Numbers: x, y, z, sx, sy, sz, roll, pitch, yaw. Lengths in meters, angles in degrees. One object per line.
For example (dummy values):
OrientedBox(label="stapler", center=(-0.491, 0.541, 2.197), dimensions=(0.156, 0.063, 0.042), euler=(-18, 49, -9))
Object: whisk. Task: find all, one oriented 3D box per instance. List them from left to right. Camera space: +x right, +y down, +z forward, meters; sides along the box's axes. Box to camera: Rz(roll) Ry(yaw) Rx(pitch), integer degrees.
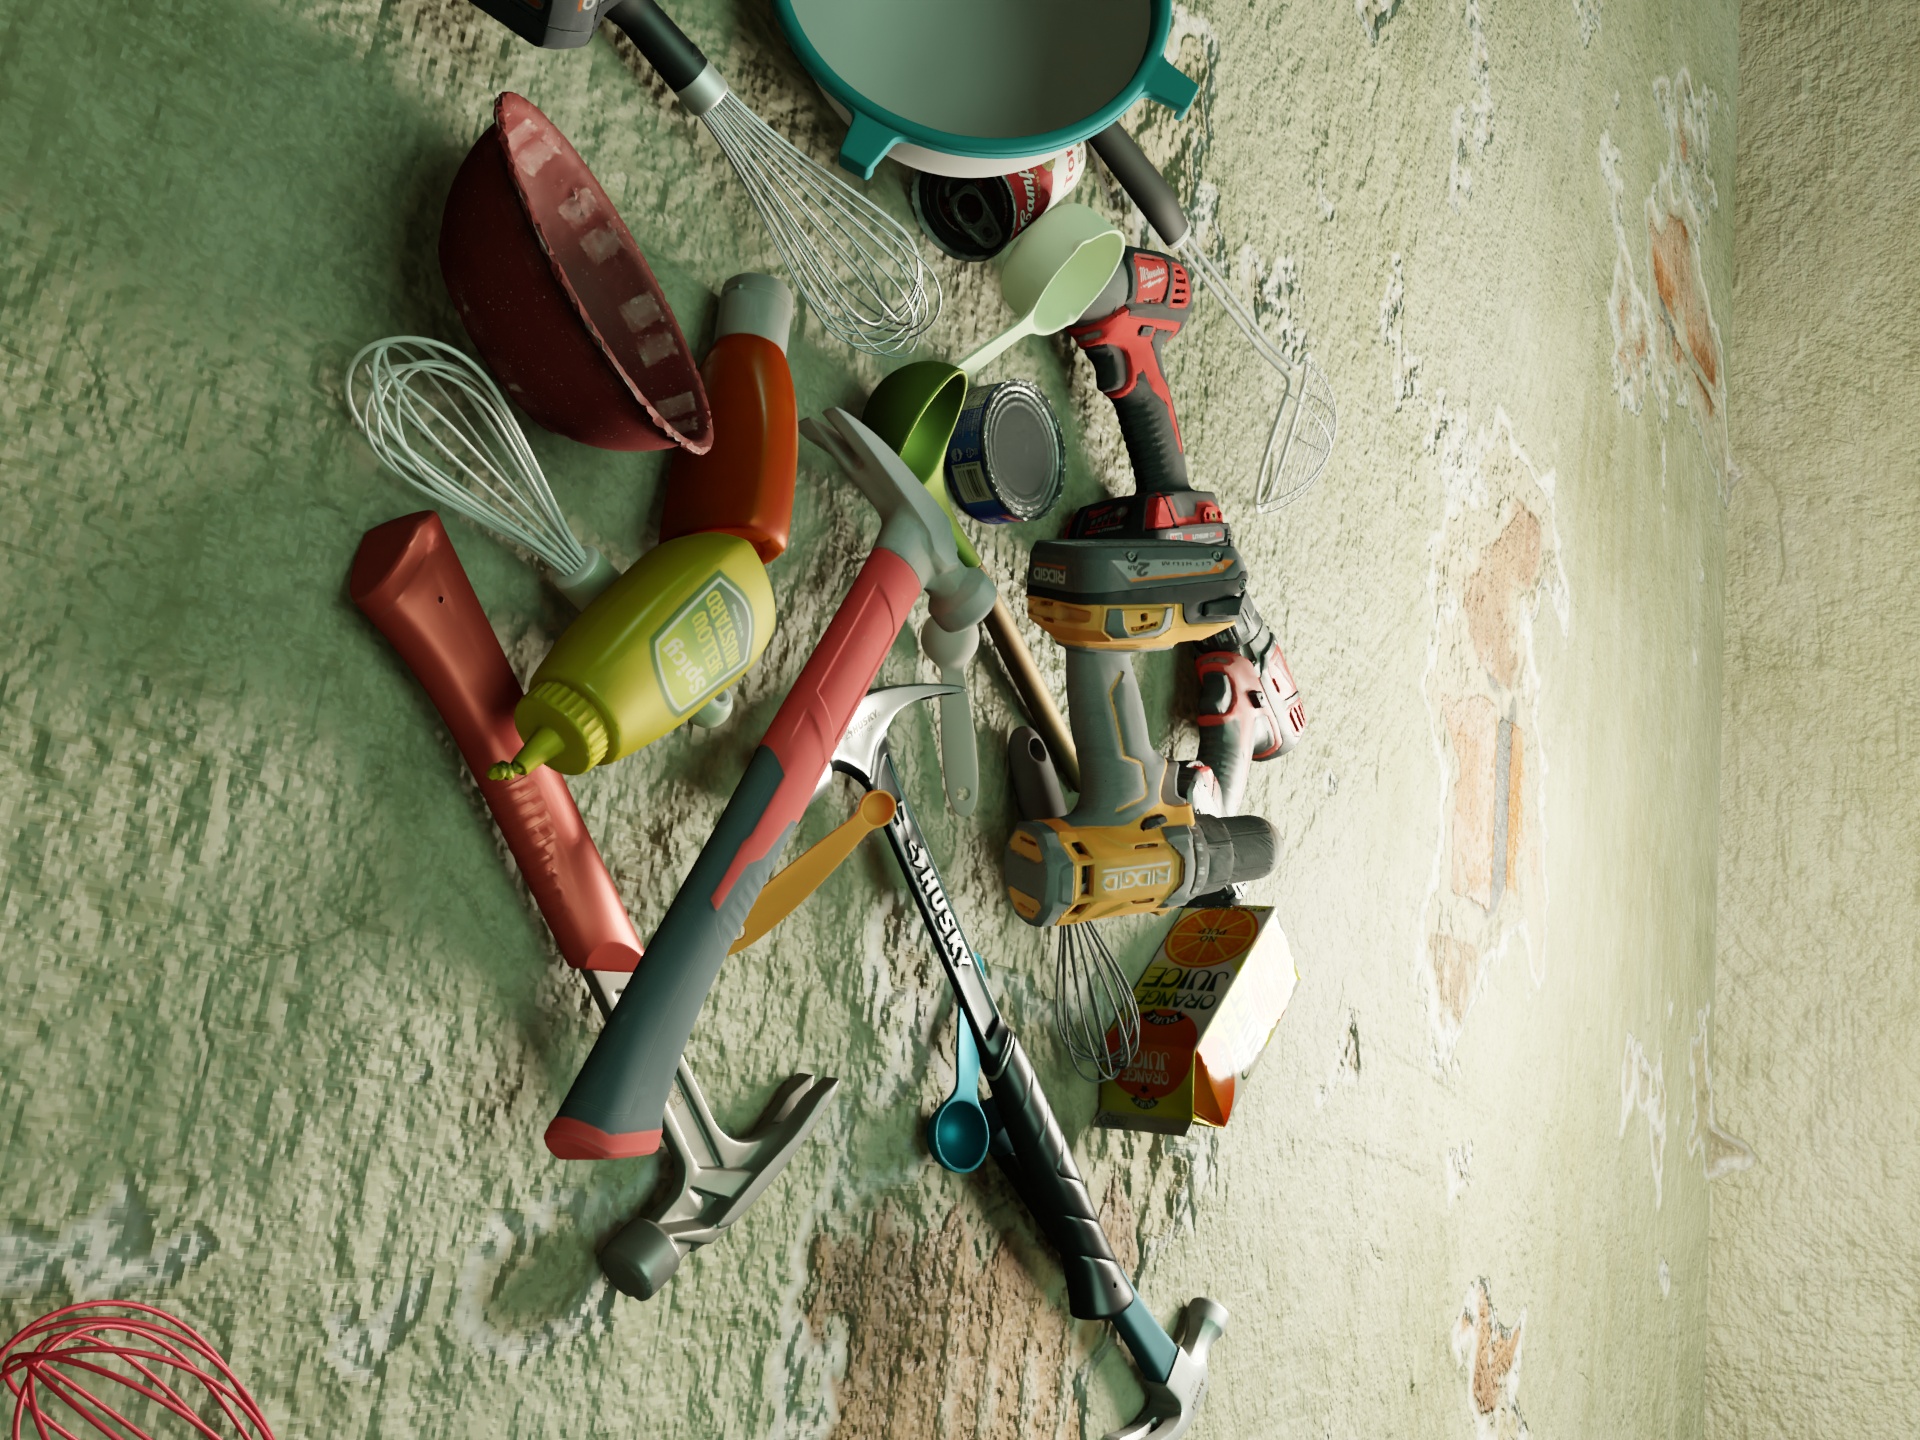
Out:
OrientedBox(label="whisk", center=(-0.242, 0.300, 0.576), dimensions=(0.073, 0.073, 0.295), euler=(-58, 138, -36))
OrientedBox(label="whisk", center=(-0.172, -0.073, 0.694), dimensions=(0.246, 0.059, 0.058), euler=(52, 22, -43))
OrientedBox(label="whisk", center=(-0.106, -0.288, 0.785), dimensions=(0.284, 0.070, 0.070), euler=(44, 55, -36))
OrientedBox(label="whisk", center=(0.067, 0.118, 1.001), dimensions=(0.055, 0.055, 0.239), euler=(-27, 105, -50))

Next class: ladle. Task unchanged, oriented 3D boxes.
OrientedBox(label="ladle", center=(0.026, -0.071, 0.945), dimensions=(0.078, 0.062, 0.319), euler=(-53, 131, -31))

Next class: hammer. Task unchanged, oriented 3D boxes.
OrientedBox(label="hammer", center=(-0.163, 0.074, 0.704), dimensions=(0.149, 0.037, 0.358), euler=(-43, 122, -45))
OrientedBox(label="hammer", center=(-0.095, 0.021, 0.738), dimensions=(0.143, 0.038, 0.387), euler=(49, 48, -29))
OrientedBox(label="hammer", center=(0.016, 0.168, 0.899), dimensions=(0.149, 0.036, 0.408), euler=(-39, 112, -47))
OrientedBox(label="hammer", center=(0.089, 0.351, 1.024), dimensions=(0.330, 0.033, 0.128), euler=(60, 44, -31))

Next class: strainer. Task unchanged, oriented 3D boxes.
OrientedBox(label="strainer", center=(-0.020, -0.429, 0.870), dimensions=(0.211, 0.095, 0.340), euler=(-15, 76, -13))

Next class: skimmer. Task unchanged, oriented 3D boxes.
OrientedBox(label="skimmer", center=(0.171, -0.301, 1.169), dimensions=(0.363, 0.090, 0.127), euler=(44, 58, -30))

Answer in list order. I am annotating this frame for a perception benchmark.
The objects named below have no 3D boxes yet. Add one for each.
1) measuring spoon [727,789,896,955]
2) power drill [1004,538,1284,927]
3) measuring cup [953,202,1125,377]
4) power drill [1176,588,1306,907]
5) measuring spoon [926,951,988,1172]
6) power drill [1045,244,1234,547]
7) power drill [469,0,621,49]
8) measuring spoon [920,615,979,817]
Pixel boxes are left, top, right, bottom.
OrientedBox(label="measuring spoon", center=(-0.079, 0.075, 0.793), dimensions=(0.117, 0.011, 0.021), euler=(-42, 117, -6))
OrientedBox(label="power drill", center=(0.120, 0.006, 0.954), dimensions=(0.185, 0.084, 0.226), euler=(-3, 101, -27))
OrientedBox(label="measuring cup", center=(0.024, -0.242, 0.934), dimensions=(0.167, 0.038, 0.083), euler=(-39, 166, -10))
OrientedBox(label="power drill", center=(0.169, -0.001, 1.114), dimensions=(0.187, 0.080, 0.227), euler=(61, 42, -31))
OrientedBox(label="measuring spoon", center=(-0.002, 0.199, 0.931), dimensions=(0.042, 0.021, 0.129), euler=(25, 59, -37))
OrientedBox(label="power drill", center=(0.108, -0.203, 1.045), dimensions=(0.143, 0.078, 0.219), euler=(-12, 95, -52))
OrientedBox(label="power drill", center=(-0.135, -0.381, 0.677), dimensions=(0.164, 0.084, 0.227), euler=(34, 54, -3))
OrientedBox(label="measuring spoon", center=(-0.001, -0.003, 0.924), dimensions=(0.018, 0.034, 0.124), euler=(-133, -142, -78))
